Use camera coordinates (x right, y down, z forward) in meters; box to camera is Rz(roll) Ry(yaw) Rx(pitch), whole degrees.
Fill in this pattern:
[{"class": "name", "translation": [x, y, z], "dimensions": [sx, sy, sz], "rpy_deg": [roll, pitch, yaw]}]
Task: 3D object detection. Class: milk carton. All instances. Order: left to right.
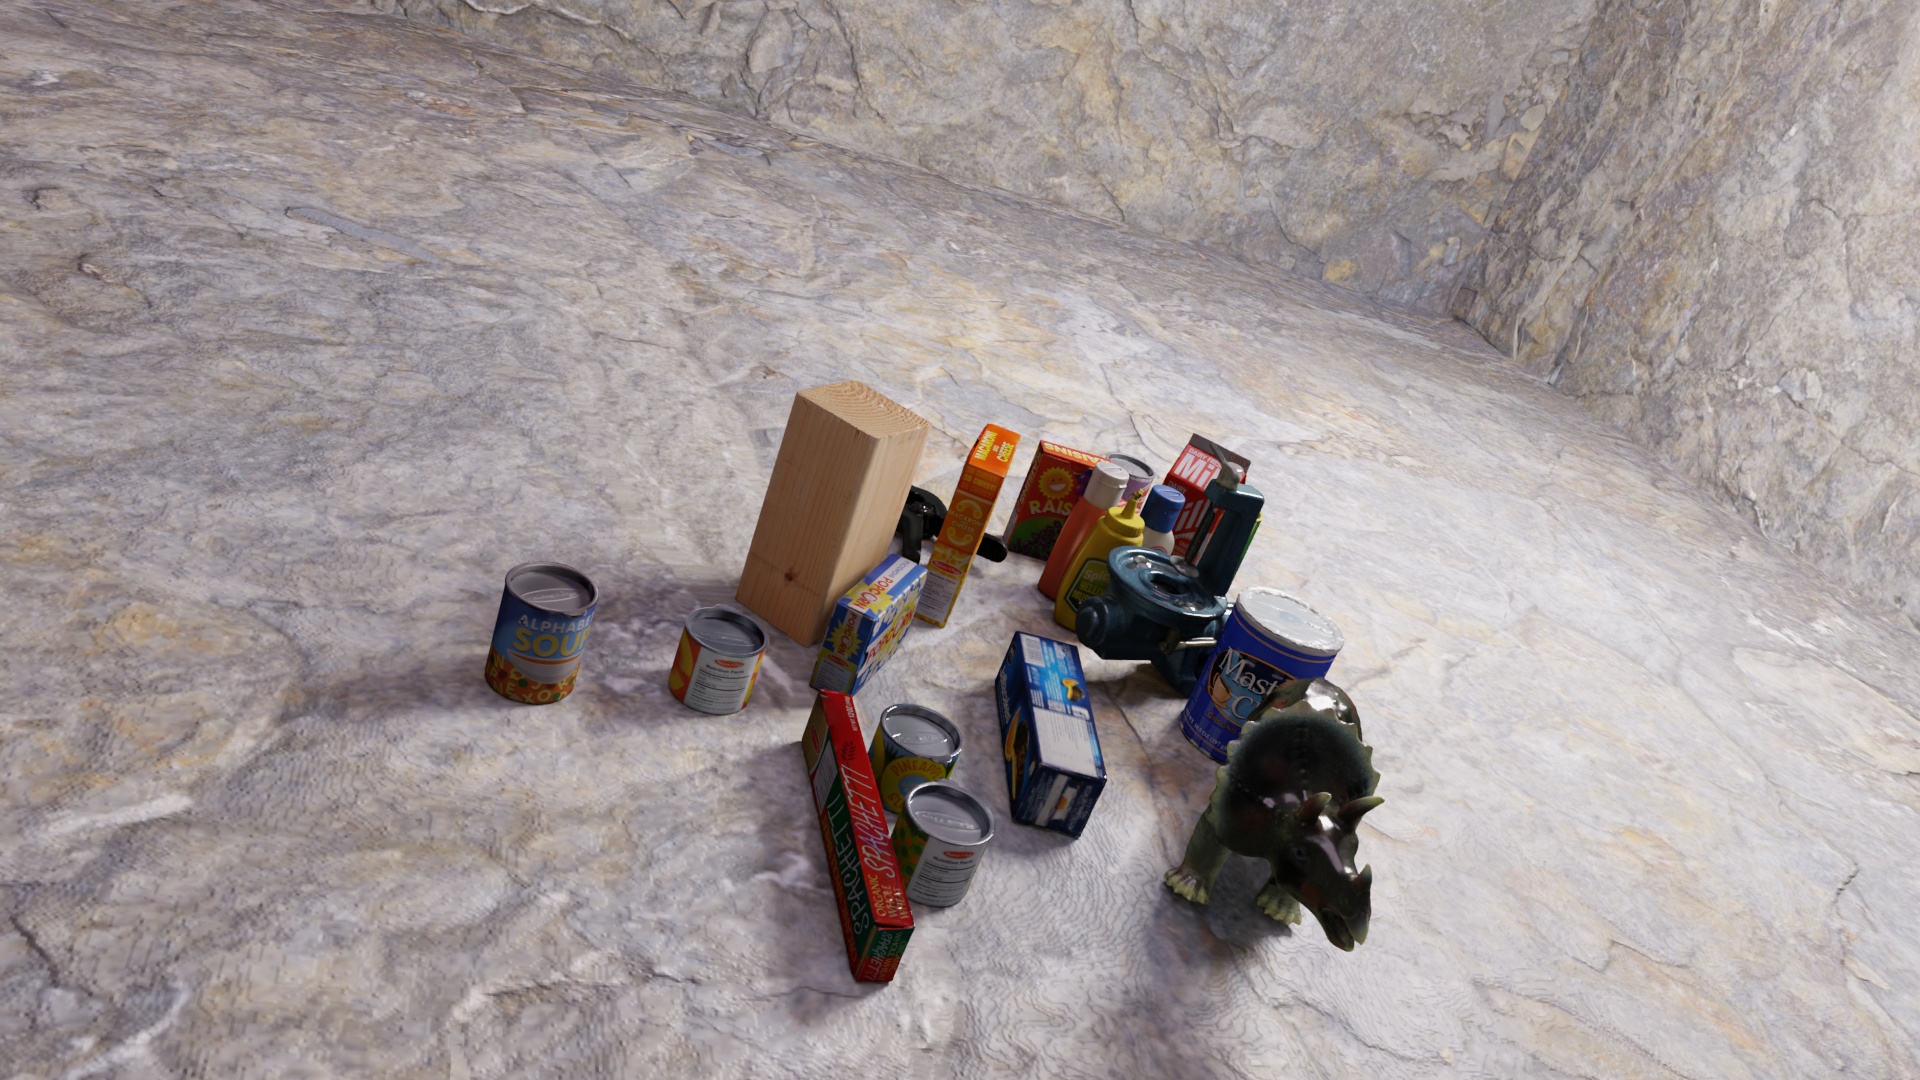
[{"class": "milk carton", "translation": [0.242, -0.018, 1.487], "dimensions": [0.072, 0.189, 0.074], "rpy_deg": [29, 25, 17]}]

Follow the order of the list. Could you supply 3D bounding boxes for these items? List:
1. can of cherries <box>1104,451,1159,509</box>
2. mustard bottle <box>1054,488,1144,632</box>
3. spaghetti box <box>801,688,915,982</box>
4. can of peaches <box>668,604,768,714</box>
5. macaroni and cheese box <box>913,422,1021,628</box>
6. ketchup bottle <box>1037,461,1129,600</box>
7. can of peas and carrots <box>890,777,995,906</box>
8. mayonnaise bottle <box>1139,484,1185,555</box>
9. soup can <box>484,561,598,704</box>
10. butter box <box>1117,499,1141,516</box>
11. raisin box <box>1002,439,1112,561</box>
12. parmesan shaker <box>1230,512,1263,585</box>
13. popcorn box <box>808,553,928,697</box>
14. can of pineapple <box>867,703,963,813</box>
[{"class": "can of cherries", "translation": [0.203, -0.068, 1.716], "dimensions": [0.071, 0.058, 0.072], "rpy_deg": [17, 25, -8]}, {"class": "mustard bottle", "translation": [0.144, 0.018, 1.374], "dimensions": [0.065, 0.159, 0.049], "rpy_deg": [22, 24, 3]}, {"class": "spaghetti box", "translation": [-0.076, 0.198, 0.968], "dimensions": [0.029, 0.050, 0.251], "rpy_deg": [11, 26, -21]}, {"class": "can of peaches", "translation": [-0.189, 0.093, 1.085], "dimensions": [0.071, 0.057, 0.071], "rpy_deg": [17, 25, -8]}, {"class": "macaroni and cheese box", "translation": [0.005, -0.017, 1.329], "dimensions": [0.040, 0.165, 0.124], "rpy_deg": [21, 24, 1]}, {"class": "ketchup bottle", "translation": [0.131, -0.008, 1.431], "dimensions": [0.065, 0.148, 0.043], "rpy_deg": [-8, 37, -47]}, {"class": "can of peas and carrots", "translation": [-0.017, 0.211, 0.975], "dimensions": [0.071, 0.058, 0.071], "rpy_deg": [17, 25, -8]}, {"class": "mayonnaise bottle", "translation": [0.186, 0.015, 1.428], "dimensions": [0.065, 0.147, 0.041], "rpy_deg": [4, 29, -33]}, {"class": "soup can", "translation": [-0.305, 0.069, 1.013], "dimensions": [0.071, 0.083, 0.071], "rpy_deg": [17, 25, -8]}, {"class": "butter box", "translation": [0.178, -0.022, 1.609], "dimensions": [0.103, 0.053, 0.024], "rpy_deg": [33, 27, 24]}, {"class": "raisin box", "translation": [0.106, -0.039, 1.504], "dimensions": [0.086, 0.122, 0.040], "rpy_deg": [16, 25, -11]}, {"class": "parmesan shaker", "translation": [0.292, 0.003, 1.588], "dimensions": [0.071, 0.102, 0.071], "rpy_deg": [17, 25, -8]}, {"class": "popcorn box", "translation": [-0.076, 0.072, 1.181], "dimensions": [0.038, 0.084, 0.127], "rpy_deg": [25, 25, 10]}, {"class": "can of pineapple", "translation": [-0.038, 0.167, 1.051], "dimensions": [0.071, 0.057, 0.071], "rpy_deg": [17, 25, -8]}]
